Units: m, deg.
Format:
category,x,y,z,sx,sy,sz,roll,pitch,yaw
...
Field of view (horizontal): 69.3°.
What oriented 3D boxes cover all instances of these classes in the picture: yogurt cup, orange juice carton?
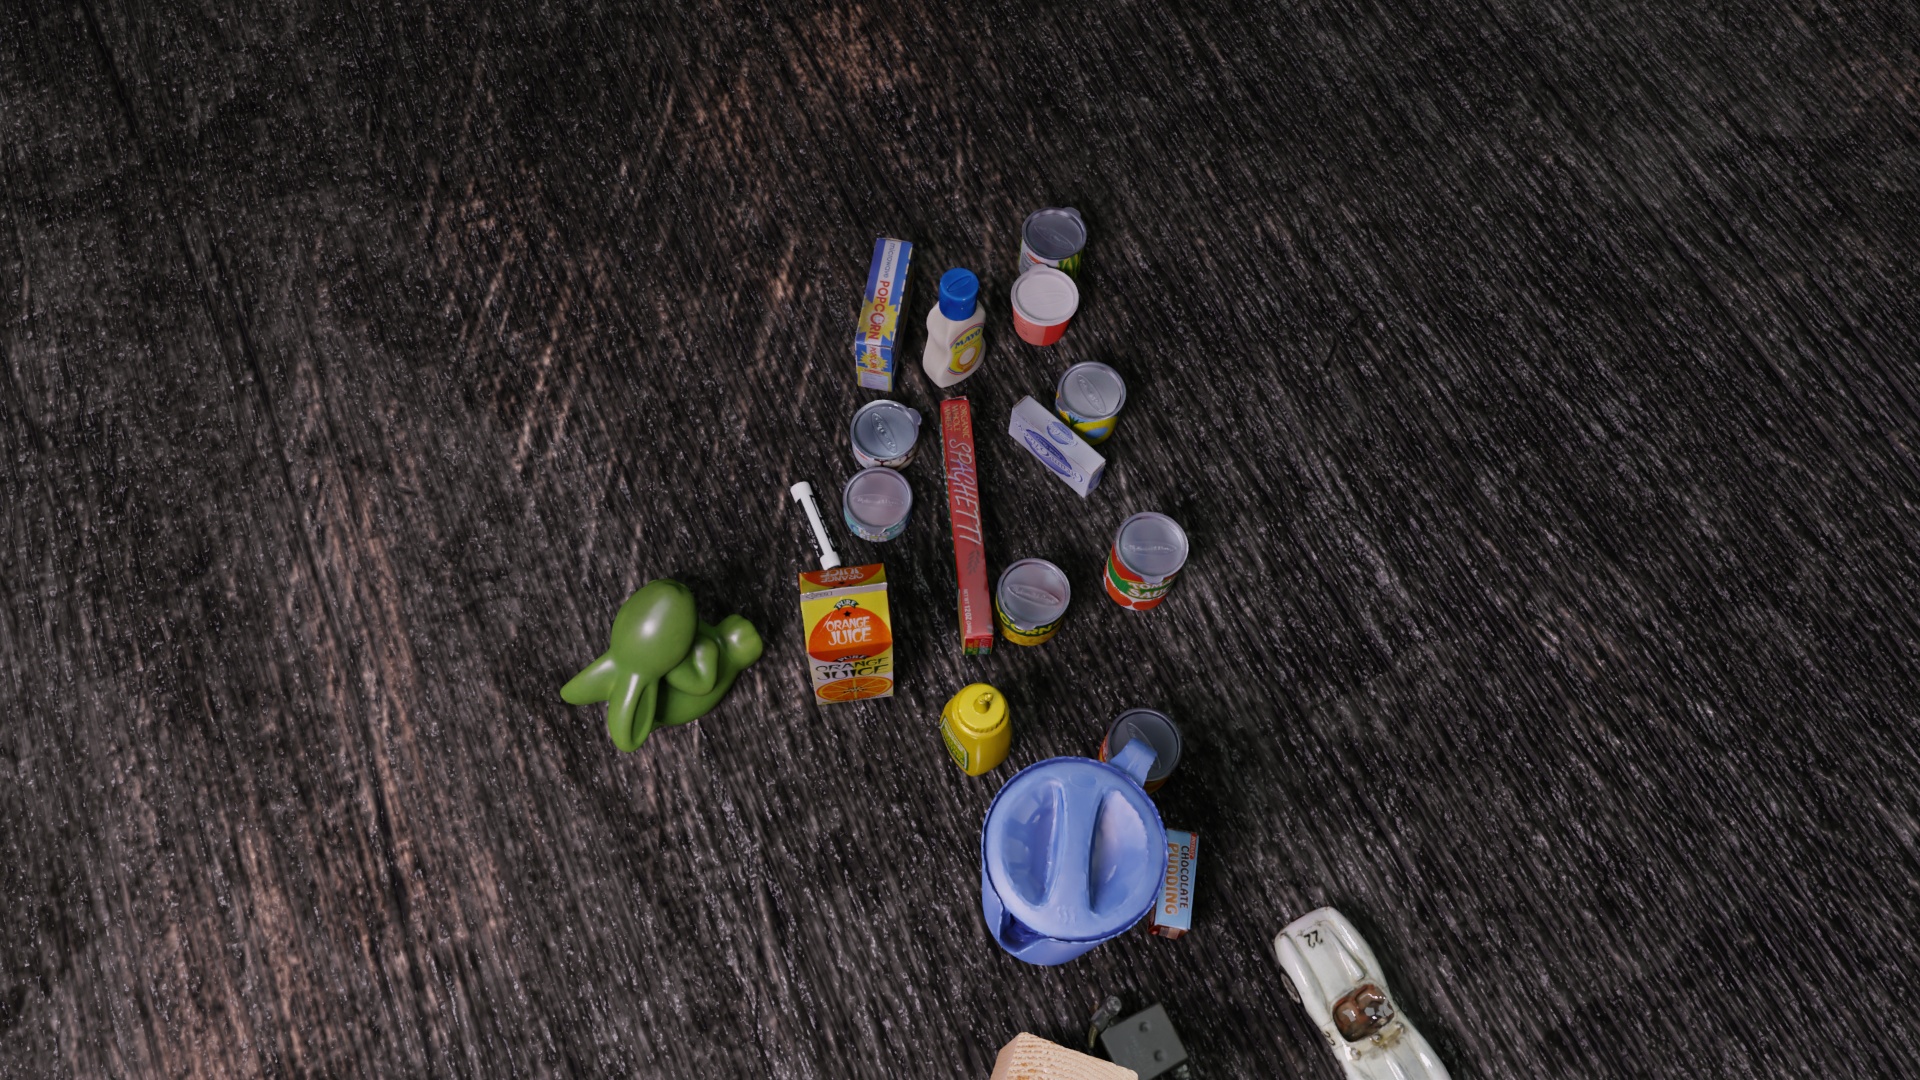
category,x,y,z,sx,sy,sz,roll,pitch,yaw
yogurt cup,0.084,-0.234,1.410,0.072,0.053,0.072,1,66,-2
orange juice carton,-0.096,0.076,1.188,0.072,0.192,0.073,-6,67,-5

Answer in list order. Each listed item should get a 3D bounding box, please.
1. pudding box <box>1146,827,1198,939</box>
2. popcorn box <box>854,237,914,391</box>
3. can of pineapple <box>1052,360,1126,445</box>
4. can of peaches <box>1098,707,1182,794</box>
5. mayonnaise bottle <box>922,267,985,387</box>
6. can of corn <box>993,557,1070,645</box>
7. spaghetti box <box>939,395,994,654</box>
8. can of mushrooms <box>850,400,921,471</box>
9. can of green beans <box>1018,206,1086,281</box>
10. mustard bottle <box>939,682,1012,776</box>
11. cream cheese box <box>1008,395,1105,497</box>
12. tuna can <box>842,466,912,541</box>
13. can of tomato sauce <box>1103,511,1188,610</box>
category,x,y,z,sx,sy,sz,roll,pitch,yaw
pudding box,0.181,0.292,1.182,0.030,0.049,0.084,10,66,2
popcorn box,-0.075,-0.224,1.381,0.038,0.085,0.127,9,66,1
can of pineapple,0.124,-0.134,1.365,0.071,0.057,0.071,1,66,-2
can of peaches,0.156,0.188,1.223,0.071,0.057,0.071,1,66,-2
mayonnaise bottle,-0.004,-0.206,1.342,0.065,0.147,0.041,-34,72,-16
can of corn,0.064,0.060,1.276,0.071,0.058,0.071,1,66,-2
spaghetti box,0.005,-0.016,1.311,0.029,0.050,0.251,-4,66,-4
can of mushrooms,-0.072,-0.101,1.355,0.071,0.033,0.071,1,66,-2
can of green beans,0.095,-0.301,1.438,0.071,0.057,0.071,1,66,-2
mustard bottle,0.014,0.153,1.176,0.049,0.159,0.065,-29,71,-14
cream cheese box,0.093,-0.091,1.347,0.104,0.053,0.024,42,71,15
tuna can,-0.079,-0.032,1.324,0.071,0.032,0.071,1,66,-2
can of tomato sauce,0.170,0.022,1.284,0.071,0.082,0.071,1,66,-2
